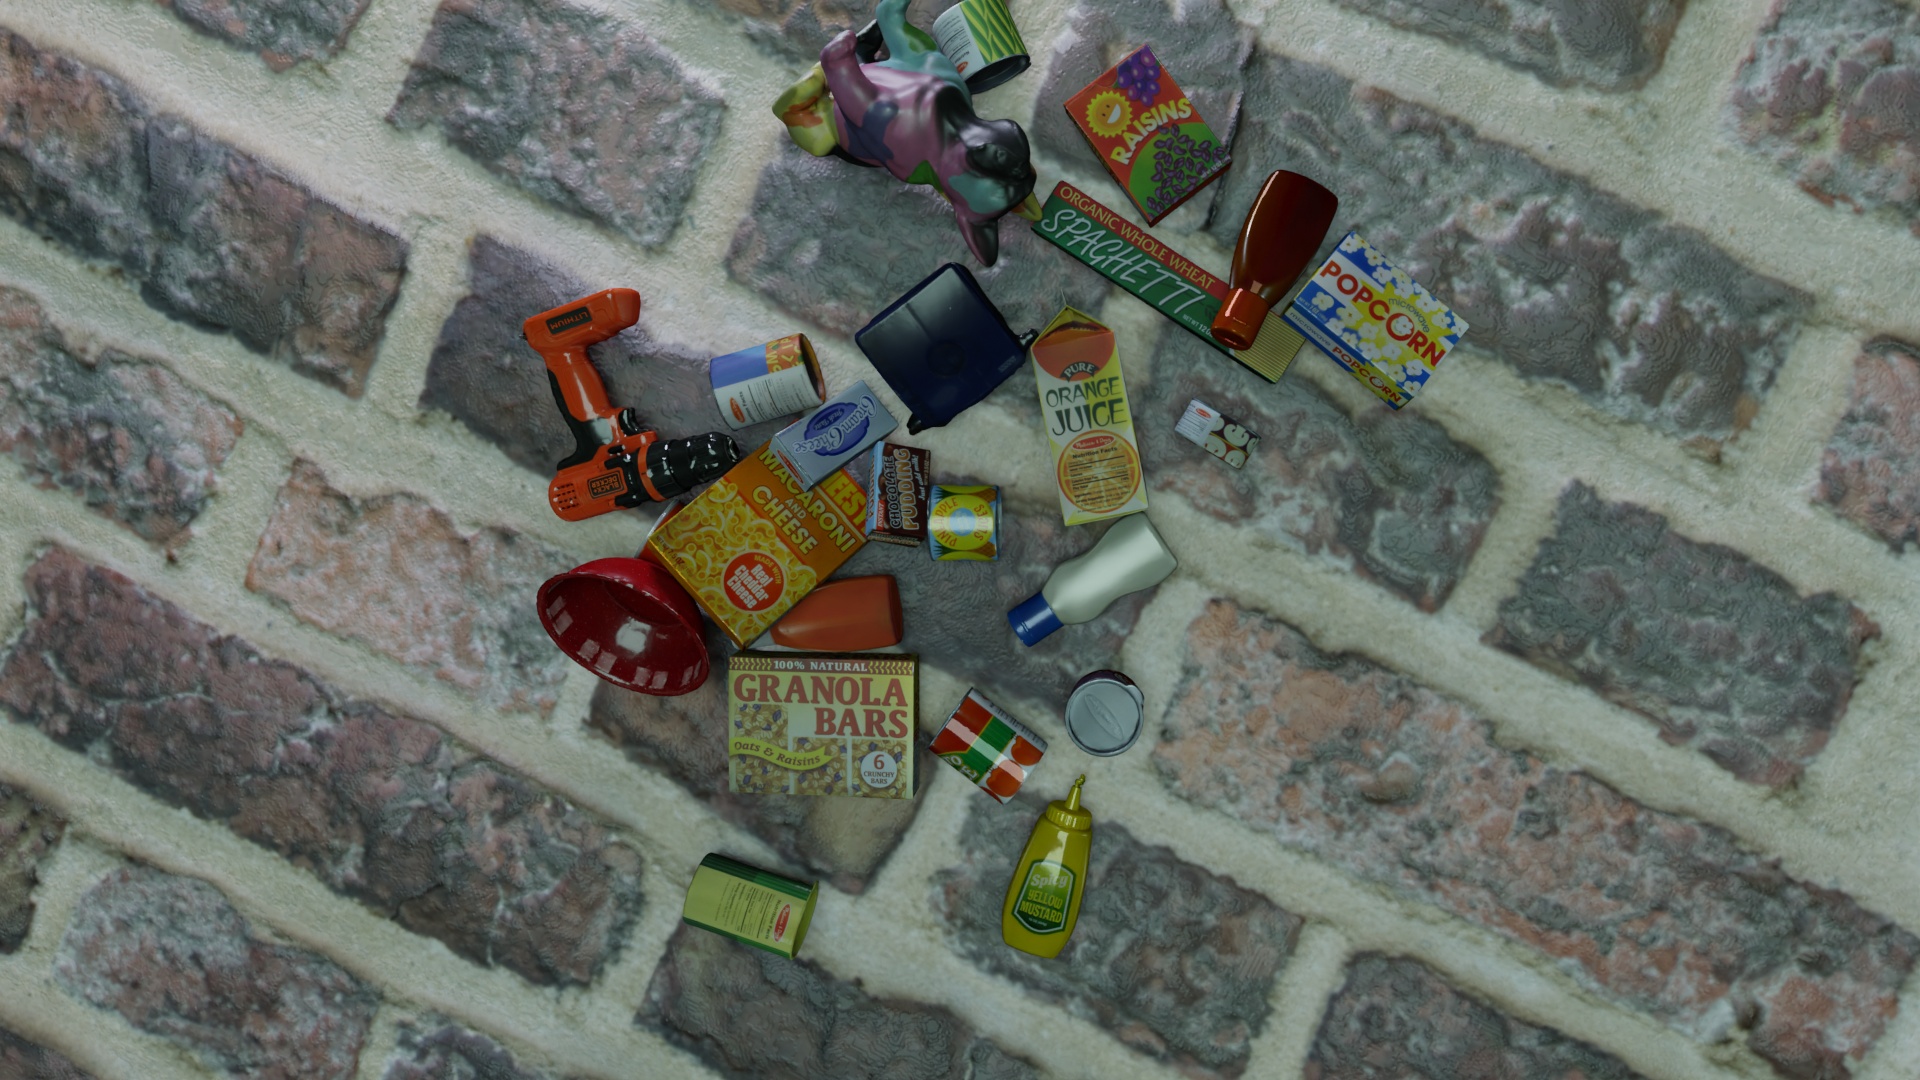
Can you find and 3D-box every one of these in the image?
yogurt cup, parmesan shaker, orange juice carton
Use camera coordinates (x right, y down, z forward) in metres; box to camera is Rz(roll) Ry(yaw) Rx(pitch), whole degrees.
[{"bbox_3d":[-0.247,0.005,1.224,0.054,0.072,0.072,34,97,-4],"label":"yogurt cup"},{"bbox_3d":[-0.185,0.321,1.234,0.103,0.071,0.071,17,96,7],"label":"parmesan shaker"},{"bbox_3d":[0.105,-0.114,1.166,0.073,0.072,0.192,-11,92,8],"label":"orange juice carton"}]

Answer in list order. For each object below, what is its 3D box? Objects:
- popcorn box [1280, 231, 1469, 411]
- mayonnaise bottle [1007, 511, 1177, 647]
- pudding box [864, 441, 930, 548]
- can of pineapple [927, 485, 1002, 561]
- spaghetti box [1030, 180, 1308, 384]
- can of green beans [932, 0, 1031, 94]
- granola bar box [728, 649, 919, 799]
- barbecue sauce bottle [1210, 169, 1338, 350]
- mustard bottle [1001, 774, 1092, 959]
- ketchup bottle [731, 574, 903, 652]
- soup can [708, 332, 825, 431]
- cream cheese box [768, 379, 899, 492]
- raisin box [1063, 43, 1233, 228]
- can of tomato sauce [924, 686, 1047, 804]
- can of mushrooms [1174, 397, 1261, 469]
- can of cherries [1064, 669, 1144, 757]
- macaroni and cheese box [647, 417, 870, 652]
[{"bbox_3d":[0.338,-0.180,1.136,0.127,0.038,0.085,40,75,3],"label":"popcorn box"},{"bbox_3d":[0.110,0.037,1.191,0.148,0.041,0.065,-34,88,9],"label":"mayonnaise bottle"},{"bbox_3d":[-0.054,-0.040,1.189,0.050,0.030,0.084,10,67,-17],"label":"pudding box"},{"bbox_3d":[0.004,-0.015,1.186,0.058,0.071,0.071,0,94,7],"label":"can of pineapple"},{"bbox_3d":[0.174,-0.218,1.173,0.250,0.029,0.050,33,96,4],"label":"spaghetti box"},{"bbox_3d":[0.017,-0.415,1.163,0.071,0.071,0.058,-23,90,8],"label":"can of green beans"},{"bbox_3d":[-0.120,0.161,1.228,0.165,0.039,0.124,1,94,8],"label":"granola bar box"},{"bbox_3d":[0.251,-0.227,1.135,0.065,0.043,0.149,27,79,3],"label":"barbecue sauce bottle"},{"bbox_3d":[0.081,0.278,1.204,0.065,0.049,0.160,15,95,5],"label":"mustard bottle"},{"bbox_3d":[-0.128,0.069,1.221,0.149,0.043,0.064,-8,92,8],"label":"ketchup bottle"},{"bbox_3d":[-0.167,-0.139,1.205,0.084,0.071,0.071,-16,92,7],"label":"soup can"},{"bbox_3d":[-0.108,-0.091,1.191,0.104,0.024,0.053,-37,87,-30],"label":"cream cheese box"},{"bbox_3d":[0.157,-0.338,1.163,0.086,0.040,0.123,-36,88,9],"label":"raisin box"},{"bbox_3d":[0.022,0.179,1.197,0.083,0.071,0.071,36,97,3],"label":"can of tomato sauce"},{"bbox_3d":[0.216,-0.088,1.158,0.071,0.071,0.033,31,97,4],"label":"can of mushrooms"},{"bbox_3d":[0.126,0.145,1.186,0.071,0.058,0.071,0,93,8],"label":"can of cherries"},{"bbox_3d":[-0.164,-0.006,1.190,0.167,0.040,0.124,-42,89,-18],"label":"macaroni and cheese box"}]
